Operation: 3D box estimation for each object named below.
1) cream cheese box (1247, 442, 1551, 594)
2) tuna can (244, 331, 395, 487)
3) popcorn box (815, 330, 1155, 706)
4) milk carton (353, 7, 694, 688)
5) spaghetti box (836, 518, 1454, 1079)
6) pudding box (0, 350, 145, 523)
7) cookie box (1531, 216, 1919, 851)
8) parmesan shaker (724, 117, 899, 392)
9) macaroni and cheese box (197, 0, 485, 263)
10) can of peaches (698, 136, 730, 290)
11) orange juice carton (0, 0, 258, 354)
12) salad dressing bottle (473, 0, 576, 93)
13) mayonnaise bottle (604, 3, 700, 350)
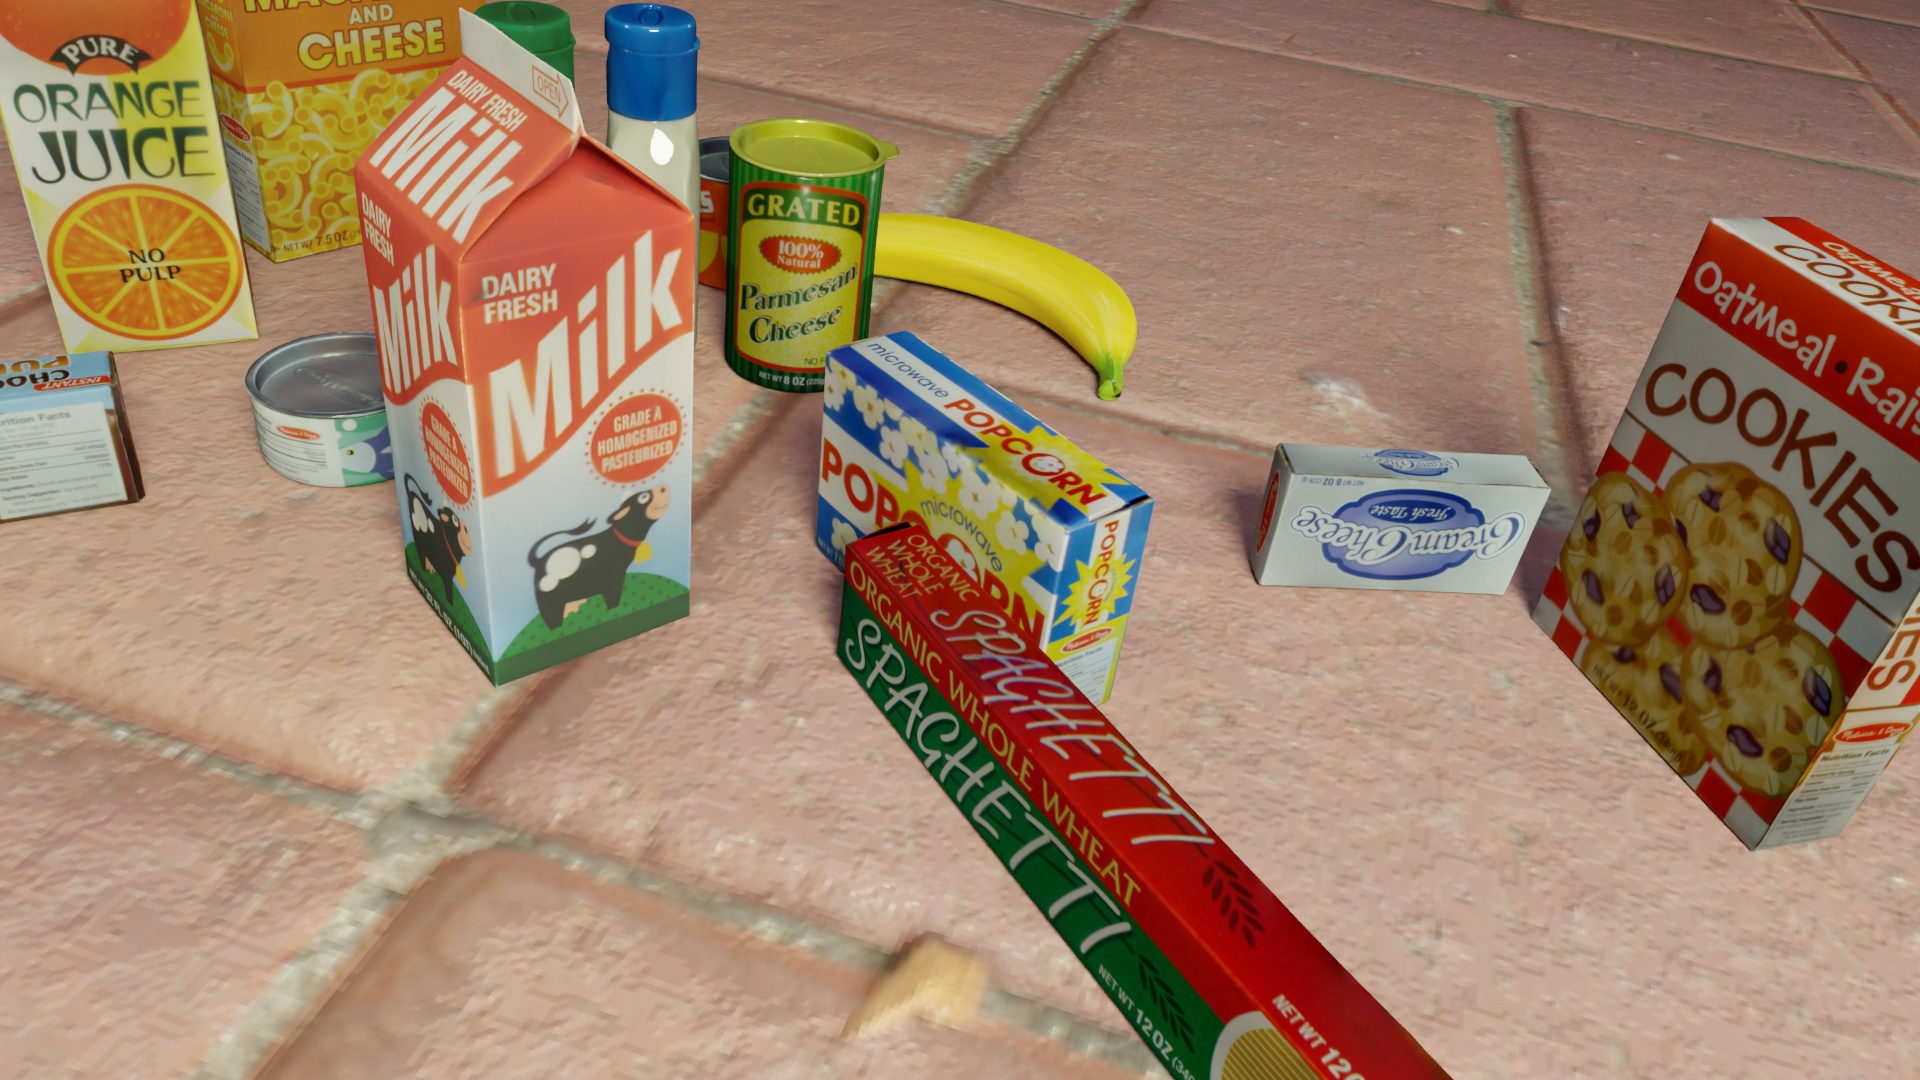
[{"bbox_3d":[0.167,-0.008,0.535,0.104,0.053,0.024,2,35,-8],"label":"cream cheese box"},{"bbox_3d":[-0.234,-0.052,0.534,0.071,0.032,0.071,6,35,-4],"label":"tuna can"},{"bbox_3d":[0.002,-0.006,0.471,0.038,0.084,0.127,-21,44,-35],"label":"popcorn box"},{"bbox_3d":[-0.130,-0.056,0.424,0.074,0.189,0.072,-21,44,-36],"label":"milk carton"},{"bbox_3d":[0.036,0.081,0.384,0.029,0.049,0.251,-15,41,-30],"label":"spaghetti box"},{"bbox_3d":[-0.331,-0.033,0.473,0.084,0.049,0.030,-13,40,-27],"label":"pudding box"},{"bbox_3d":[0.265,-0.004,0.450,0.040,0.166,0.123,-3,36,-16],"label":"cookie box"},{"bbox_3d":[-0.067,-0.124,0.610,0.071,0.102,0.072,6,35,-4],"label":"parmesan shaker"},{"bbox_3d":[-0.286,-0.227,0.658,0.040,0.165,0.124,31,41,30],"label":"macaroni and cheese box"},{"bbox_3d":[-0.111,-0.164,0.697,0.071,0.057,0.071,6,35,-4],"label":"can of peaches"},{"bbox_3d":[-0.337,-0.176,0.552,0.073,0.191,0.072,-11,39,-25],"label":"orange juice carton"},{"bbox_3d":[-0.178,-0.145,0.579,0.044,0.146,0.064,-7,37,-21],"label":"salad dressing bottle"},{"bbox_3d":[-0.132,-0.150,0.594,0.041,0.147,0.065,1,35,-11],"label":"mayonnaise bottle"}]
